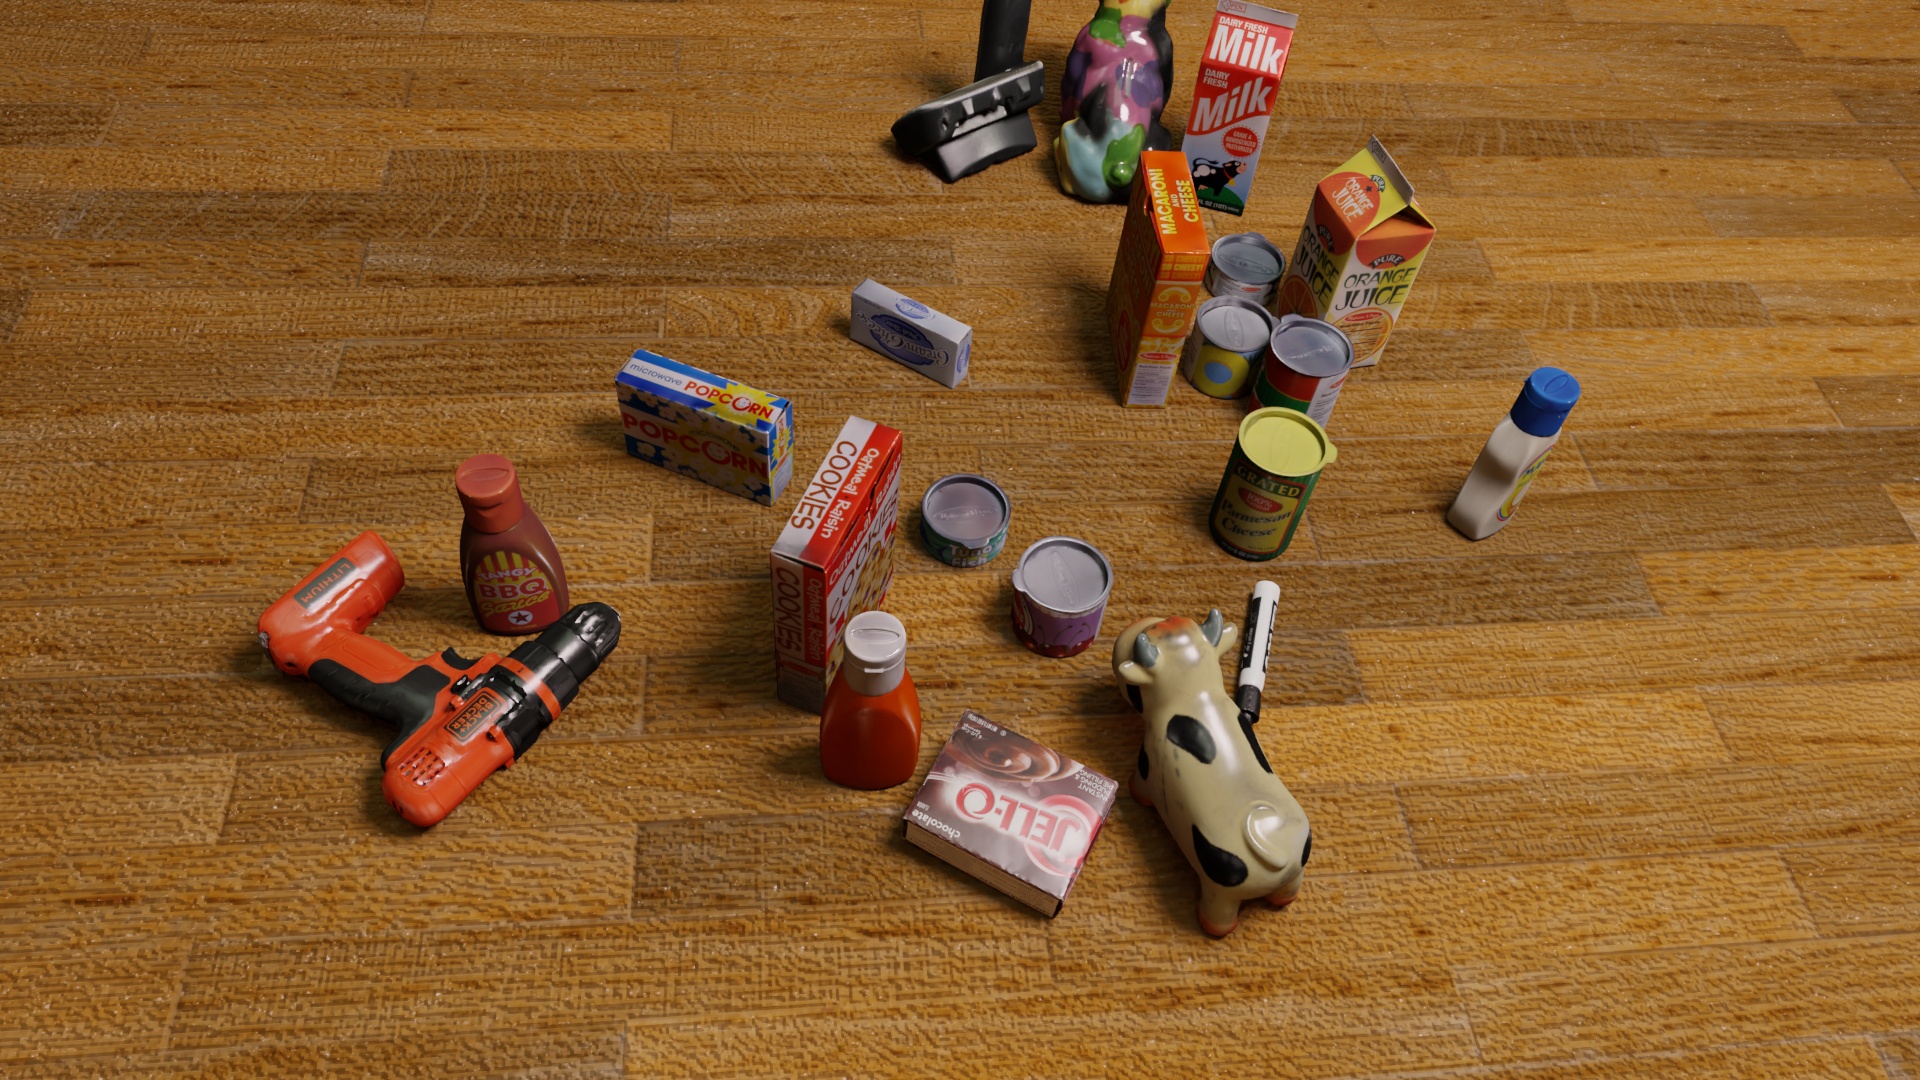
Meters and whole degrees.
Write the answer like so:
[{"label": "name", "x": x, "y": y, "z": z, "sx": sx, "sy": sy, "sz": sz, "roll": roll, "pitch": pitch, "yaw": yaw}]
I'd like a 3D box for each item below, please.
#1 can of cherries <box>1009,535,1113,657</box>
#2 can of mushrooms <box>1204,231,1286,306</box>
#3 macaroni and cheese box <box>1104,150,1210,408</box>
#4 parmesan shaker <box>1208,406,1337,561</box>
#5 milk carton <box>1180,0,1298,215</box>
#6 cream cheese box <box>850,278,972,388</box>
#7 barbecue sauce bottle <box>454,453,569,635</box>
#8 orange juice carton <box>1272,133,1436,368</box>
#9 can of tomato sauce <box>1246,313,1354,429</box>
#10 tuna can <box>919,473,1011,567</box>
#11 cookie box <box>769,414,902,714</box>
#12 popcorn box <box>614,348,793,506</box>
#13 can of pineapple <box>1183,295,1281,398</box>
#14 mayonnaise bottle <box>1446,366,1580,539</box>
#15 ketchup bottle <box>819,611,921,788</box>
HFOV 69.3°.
[{"label": "can of cherries", "x": 0.067, "y": 0.040, "z": 0.976, "sx": 0.071, "sy": 0.058, "sz": 0.072, "roll": 3, "pitch": 52, "yaw": -4}, {"label": "can of mushrooms", "x": 0.253, "y": -0.240, "z": 1.233, "sx": 0.071, "sy": 0.033, "sz": 0.071, "roll": 3, "pitch": 52, "yaw": -4}, {"label": "macaroni and cheese box", "x": 0.154, "y": -0.206, "z": 1.111, "sx": 0.040, "sy": 0.165, "sz": 0.124, "roll": 0, "pitch": 52, "yaw": -6}, {"label": "parmesan shaker", "x": 0.229, "y": -0.039, "z": 1.027, "sx": 0.071, "sy": 0.102, "sz": 0.072, "roll": 3, "pitch": 52, "yaw": -4}, {"label": "milk carton", "x": 0.248, "y": -0.398, "z": 1.257, "sx": 0.072, "sy": 0.189, "sz": 0.074, "roll": 16, "pitch": 52, "yaw": 7}, {"label": "cream cheese box", "x": -0.041, "y": -0.169, "z": 1.134, "sx": 0.104, "sy": 0.053, "sz": 0.024, "roll": 28, "pitch": 54, "yaw": 15}, {"label": "barbecue sauce bottle", "x": -0.298, "y": 0.004, "z": 0.910, "sx": 0.065, "sy": 0.147, "sz": 0.044, "roll": -7, "pitch": 53, "yaw": -11}, {"label": "orange juice carton", "x": 0.322, "y": -0.230, "z": 1.131, "sx": 0.073, "sy": 0.191, "sz": 0.072, "roll": -9, "pitch": 53, "yaw": -13}, {"label": "can of tomato sauce", "x": 0.270, "y": -0.128, "z": 1.114, "sx": 0.071, "sy": 0.082, "sz": 0.071, "roll": 3, "pitch": 52, "yaw": -4}, {"label": "tuna can", "x": 0.004, "y": -0.013, "z": 1.028, "sx": 0.071, "sy": 0.032, "sz": 0.071, "roll": 3, "pitch": 52, "yaw": -4}, {"label": "cookie box", "x": -0.079, "y": 0.019, "z": 0.908, "sx": 0.040, "sy": 0.166, "sz": 0.123, "roll": 18, "pitch": 52, "yaw": 9}, {"label": "popcorn box", "x": -0.189, "y": -0.084, "z": 1.030, "sx": 0.127, "sy": 0.084, "sz": 0.038, "roll": 20, "pitch": 53, "yaw": 10}, {"label": "can of pineapple", "x": 0.224, "y": -0.159, "z": 1.150, "sx": 0.071, "sy": 0.057, "sz": 0.071, "roll": 3, "pitch": 52, "yaw": -4}, {"label": "mayonnaise bottle", "x": 0.415, "y": -0.065, "z": 1.038, "sx": 0.065, "sy": 0.147, "sz": 0.041, "roll": -32, "pitch": 61, "yaw": -27}, {"label": "ketchup bottle", "x": -0.055, "y": 0.101, "z": 0.858, "sx": 0.065, "sy": 0.148, "sz": 0.044, "roll": 2, "pitch": 52, "yaw": -4}]
